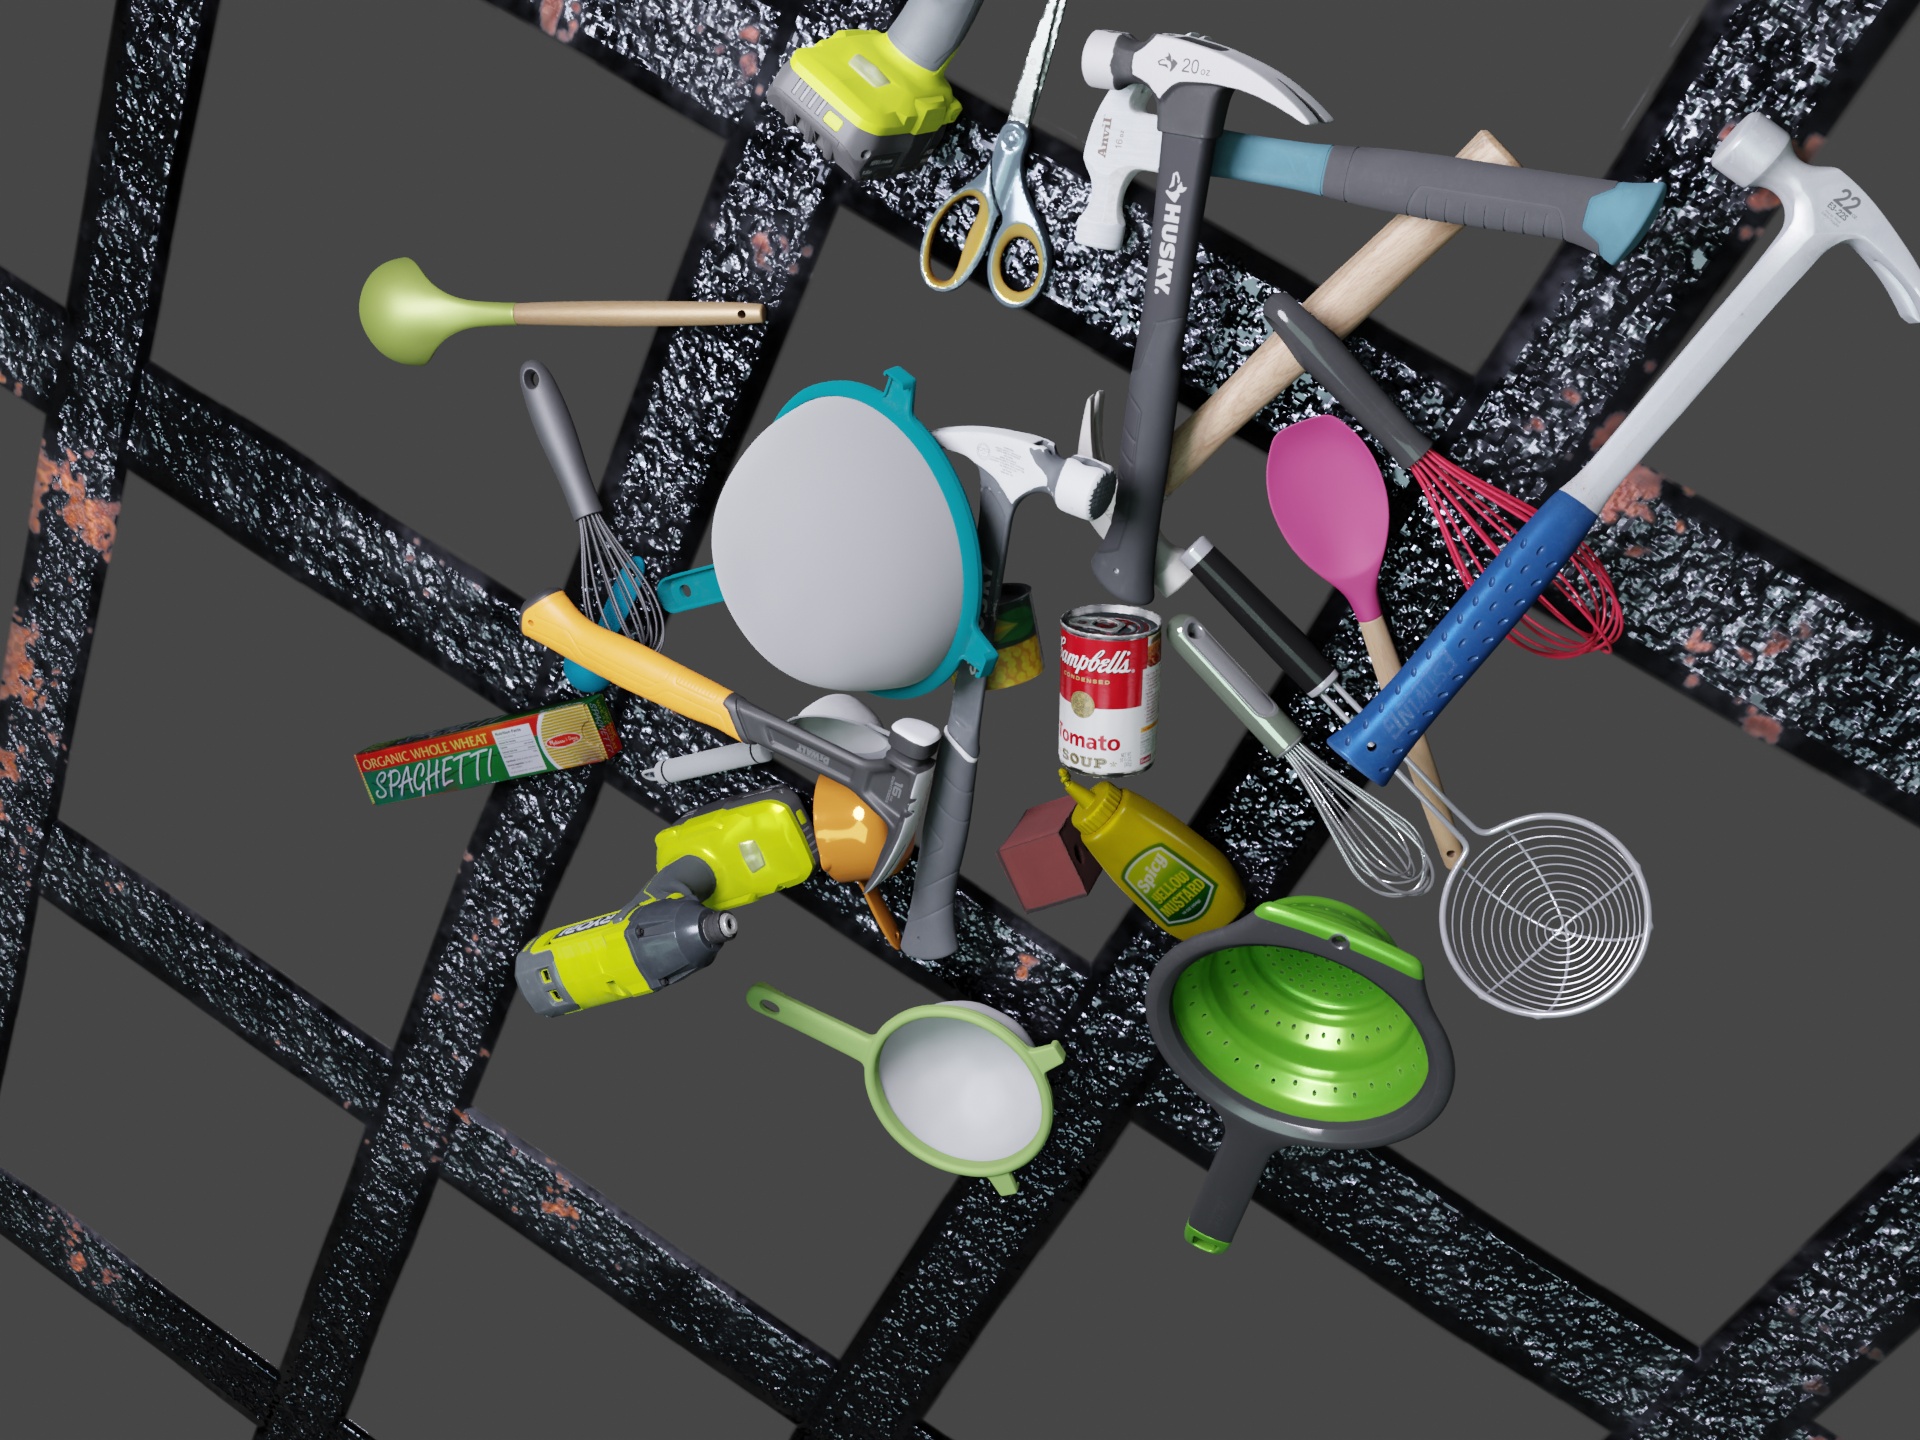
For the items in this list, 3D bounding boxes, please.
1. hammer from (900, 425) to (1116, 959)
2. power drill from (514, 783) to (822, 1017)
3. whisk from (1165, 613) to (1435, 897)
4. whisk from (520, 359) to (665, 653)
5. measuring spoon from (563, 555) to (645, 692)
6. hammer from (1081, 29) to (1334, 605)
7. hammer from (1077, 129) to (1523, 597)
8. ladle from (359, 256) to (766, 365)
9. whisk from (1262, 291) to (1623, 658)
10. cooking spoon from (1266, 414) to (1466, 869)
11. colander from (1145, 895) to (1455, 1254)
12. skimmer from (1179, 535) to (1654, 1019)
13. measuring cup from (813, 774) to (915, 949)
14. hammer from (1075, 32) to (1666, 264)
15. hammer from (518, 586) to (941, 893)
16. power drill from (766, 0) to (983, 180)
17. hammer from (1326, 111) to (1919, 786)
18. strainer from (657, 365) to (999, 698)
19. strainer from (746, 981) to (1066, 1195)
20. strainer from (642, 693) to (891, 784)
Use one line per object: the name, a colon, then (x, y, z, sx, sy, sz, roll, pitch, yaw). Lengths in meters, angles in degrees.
hammer: (-0.002, -0.003, 1.065, 0.149, 0.036, 0.408, 25, 124, 24)
power drill: (-0.195, 0.130, 1.157, 0.171, 0.223, 0.080, -18, 103, 26)
whisk: (0.224, 0.022, 1.055, 0.246, 0.058, 0.059, 48, 149, 3)
whisk: (-0.278, -0.152, 1.180, 0.055, 0.055, 0.239, -18, 95, 26)
measuring spoon: (-0.275, -0.073, 1.225, 0.042, 0.021, 0.128, 35, 118, 6)
hammer: (0.125, -0.226, 0.951, 0.146, 0.035, 0.334, 22, 122, 29)
hammer: (0.199, -0.226, 0.976, 0.130, 0.031, 0.331, 47, 118, -1)
ladle: (-0.288, -0.293, 1.142, 0.320, 0.062, 0.078, 3, 109, 13)
whisk: (0.284, -0.143, 0.943, 0.296, 0.073, 0.073, 45, 119, -5)
cooking spoon: (0.269, -0.043, 1.013, 0.069, 0.017, 0.318, -18, 107, 17)
colander: (0.225, 0.245, 1.126, 0.204, 0.094, 0.396, 21, 134, 12)
skimmer: (0.267, 0.025, 0.979, 0.127, 0.090, 0.363, -44, 90, 15)
measuring cup: (-0.054, 0.106, 1.185, 0.052, 0.095, 0.173, -9, 125, 19)
hammer: (0.222, -0.308, 0.902, 0.331, 0.033, 0.128, 20, 114, 26)
hammer: (-0.174, -0.004, 1.119, 0.337, 0.034, 0.127, 26, 117, 18)
power drill: (-0.012, -0.423, 0.896, 0.080, 0.190, 0.228, 42, 123, 2)
hammer: (0.357, -0.126, 0.888, 0.144, 0.035, 0.405, 38, 101, 2)
strainer: (-0.134, -0.097, 1.053, 0.340, 0.095, 0.211, -7, 104, 48)
strainer: (-0.040, 0.250, 1.231, 0.256, 0.069, 0.151, 22, 119, 13)
strainer: (-0.144, 0.018, 1.200, 0.258, 0.050, 0.086, -13, 149, 30)
